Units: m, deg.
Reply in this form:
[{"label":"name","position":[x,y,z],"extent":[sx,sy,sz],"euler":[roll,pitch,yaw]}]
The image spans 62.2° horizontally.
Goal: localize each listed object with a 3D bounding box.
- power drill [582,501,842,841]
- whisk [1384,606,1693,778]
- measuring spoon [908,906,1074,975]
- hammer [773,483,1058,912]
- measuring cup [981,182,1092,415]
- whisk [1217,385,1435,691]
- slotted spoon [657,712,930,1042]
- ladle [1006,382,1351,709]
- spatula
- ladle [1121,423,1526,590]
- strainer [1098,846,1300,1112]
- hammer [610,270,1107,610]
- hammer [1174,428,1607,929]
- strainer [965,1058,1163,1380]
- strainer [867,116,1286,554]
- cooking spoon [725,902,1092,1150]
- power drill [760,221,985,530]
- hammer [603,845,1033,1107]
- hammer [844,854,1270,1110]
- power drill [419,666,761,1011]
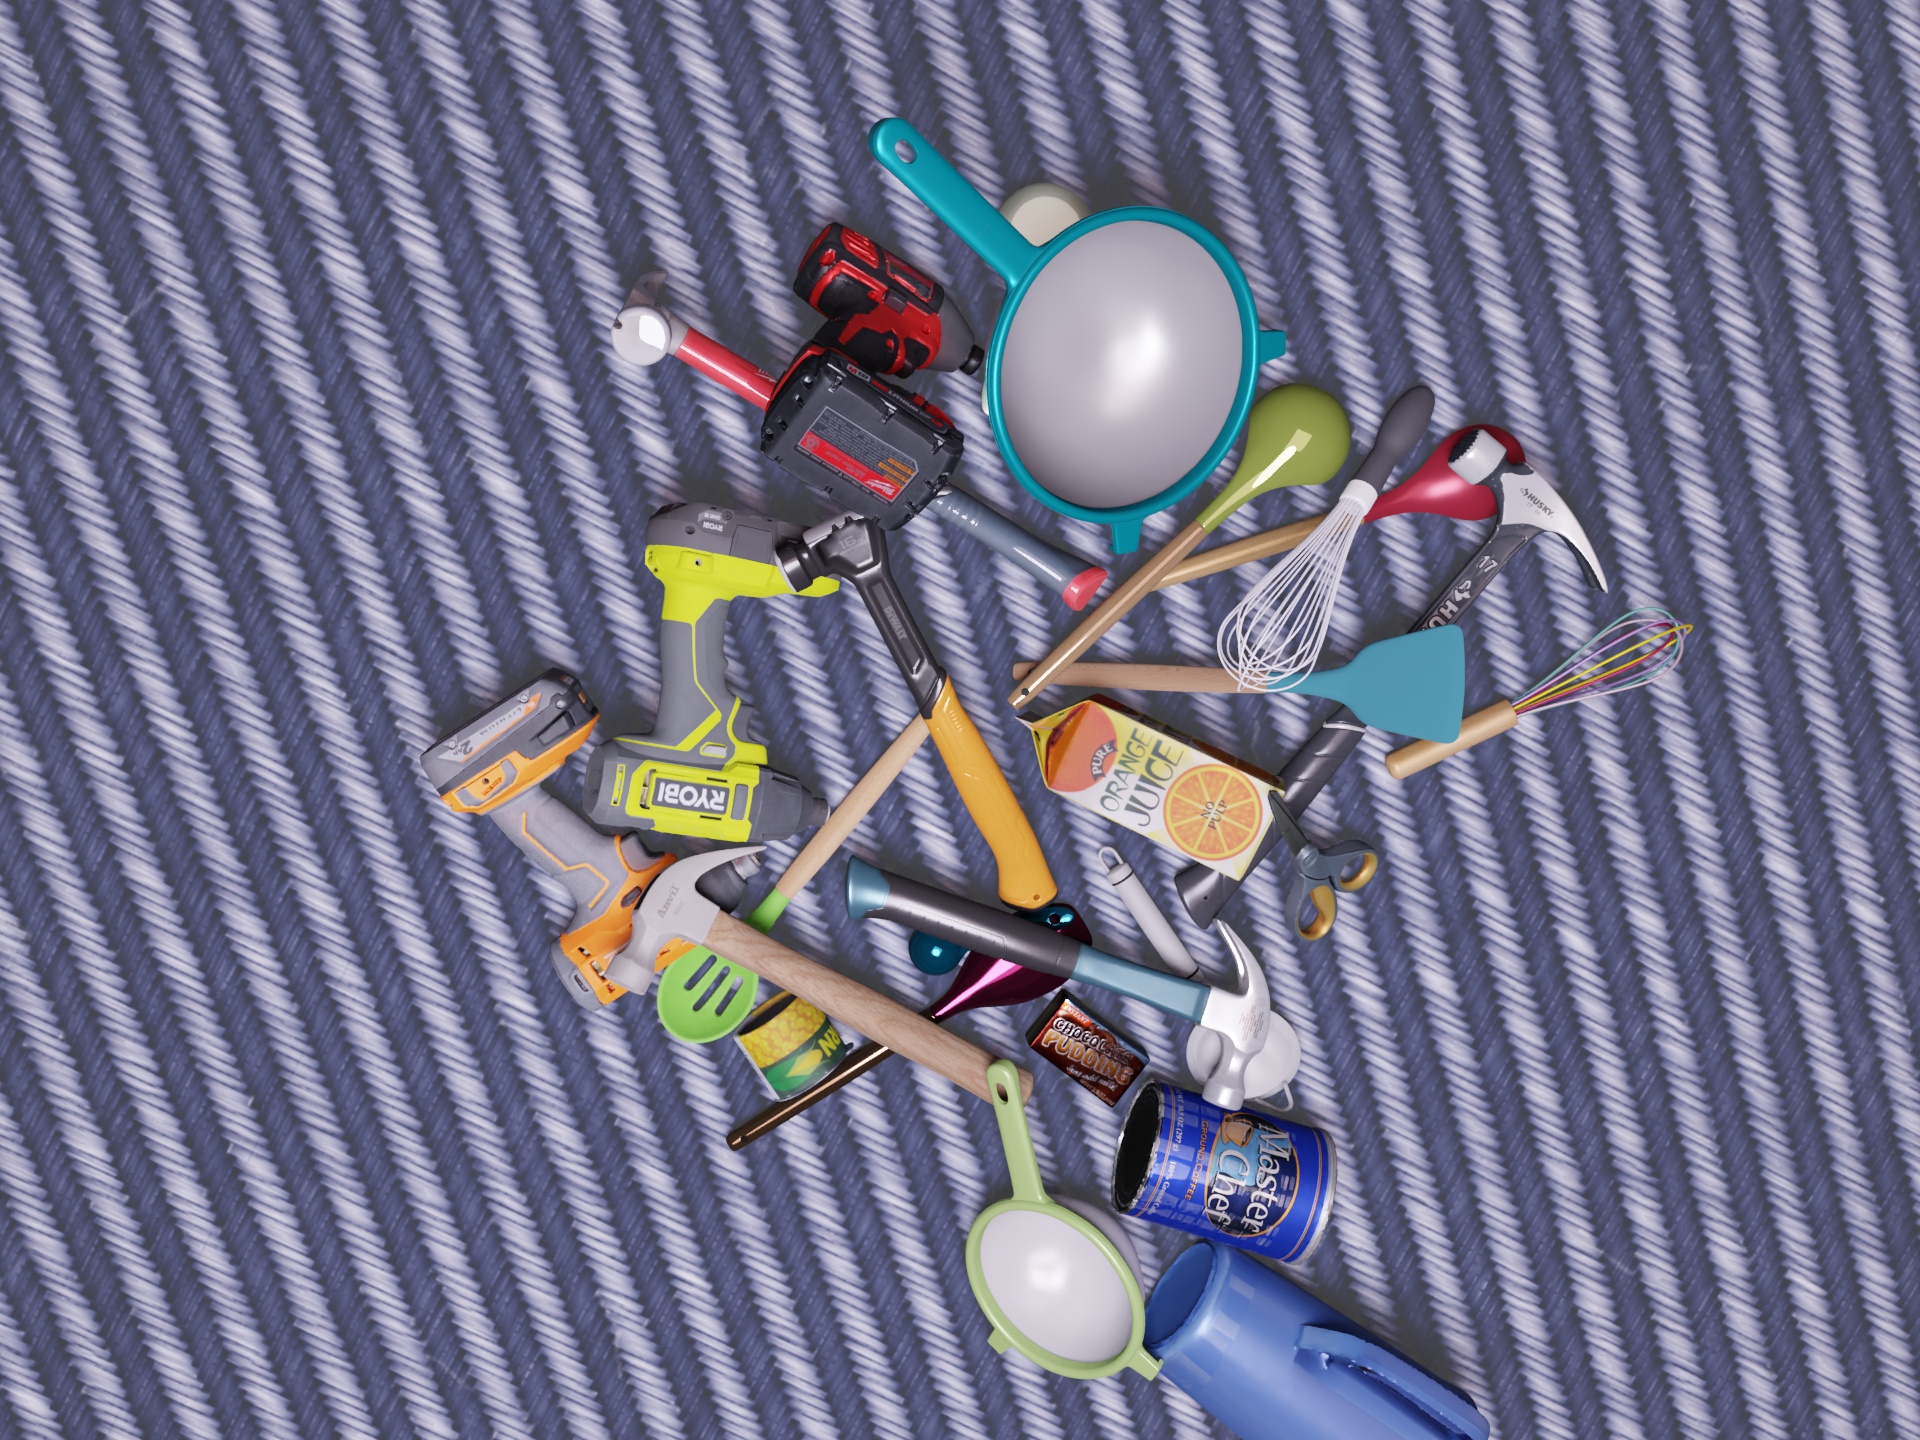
[{"label":"power drill","position":[-0.159,-0.028,1.109],"extent":[0.171,0.080,0.223],"euler":[10,88,-27]},{"label":"whisk","position":[0.431,-0.018,1.187],"extent":[0.245,0.047,0.051],"euler":[-26,99,4]},{"label":"measuring spoon","position":[0.022,0.160,1.189],"extent":[0.128,0.021,0.042],"euler":[-15,83,5]},{"label":"hammer","position":[-0.002,-0.004,1.126],"extent":[0.127,0.034,0.336],"euler":[-26,114,1]},{"label":"measuring cup","position":[0.046,-0.299,1.130],"extent":[0.083,0.038,0.167],"euler":[17,94,-5]},{"label":"whisk","position":[0.265,-0.132,1.119],"extent":[0.070,0.070,0.285],"euler":[38,70,-7]},{"label":"slotted spoon","position":[-0.114,0.110,1.183],"extent":[0.070,0.031,0.314],"euler":[40,92,7]},{"label":"ladle","position":[0.154,-0.121,1.151],"extent":[0.320,0.062,0.078],"euler":[-43,88,5]},{"label":"spatula","position":[0.193,-0.031,1.137],"extent":[0.317,0.044,0.082],"euler":[2,90,12]},{"label":"ladle","position":[0.269,-0.145,1.170],"extent":[0.315,0.031,0.069],"euler":[-18,98,1]},{"label":"strainer","position":[0.178,0.203,1.206],"extent":[0.087,0.050,0.258],"euler":[-33,95,16]},{"label":"hammer","position":[-0.063,-0.192,1.121],"extent":[0.386,0.143,0.038],"euler":[29,110,-18]},{"label":"hammer","position":[0.299,-0.008,1.169],"extent":[0.149,0.036,0.409],"euler":[37,100,-8]},{"label":"strainer","position":[0.070,0.364,1.194],"extent":[0.151,0.069,0.256],"euler":[-7,102,36]},{"label":"strainer","position":[0.052,-0.281,1.067],"extent":[0.340,0.095,0.211],"euler":[36,92,-32]},{"label":"cooking spoon","position":[-0.041,0.238,1.207],"extent":[0.319,0.017,0.068],"euler":[-32,98,1]},{"label":"power drill","position":[-0.051,-0.233,1.054],"extent":[0.143,0.220,0.078],"euler":[29,129,-21]},{"label":"hammer","position":[-0.084,0.199,1.151],"extent":[0.331,0.031,0.130],"euler":[32,70,-19]},{"label":"hammer","position":[0.070,0.171,1.154],"extent":[0.331,0.033,0.128],"euler":[20,85,-6]},{"label":"power drill","position":[-0.261,0.077,1.146],"extent":[0.164,0.084,0.226],"euler":[-33,102,-1]}]
